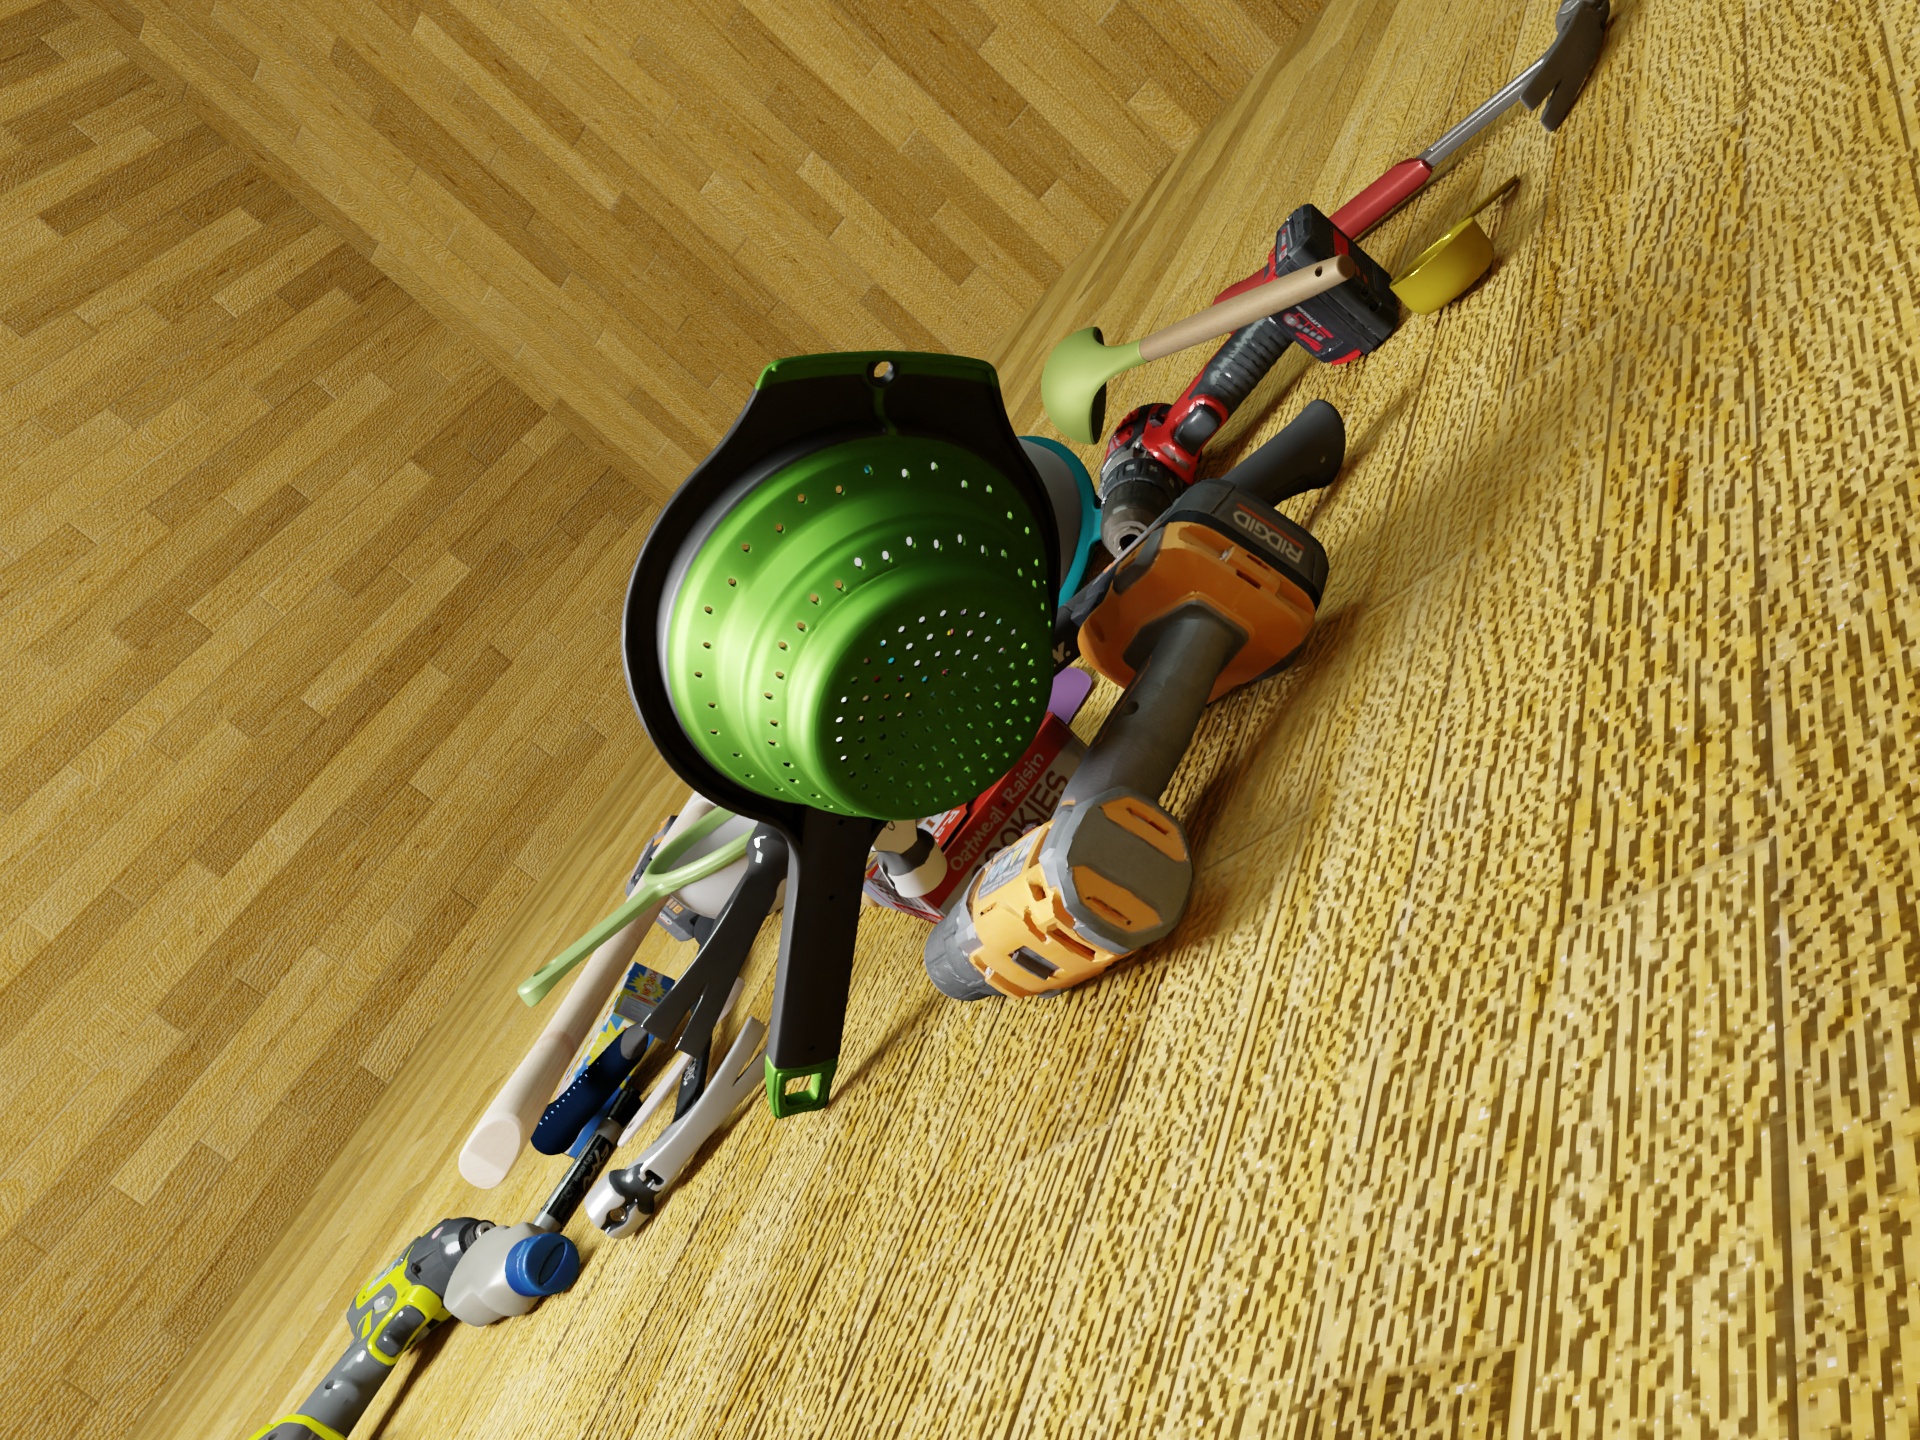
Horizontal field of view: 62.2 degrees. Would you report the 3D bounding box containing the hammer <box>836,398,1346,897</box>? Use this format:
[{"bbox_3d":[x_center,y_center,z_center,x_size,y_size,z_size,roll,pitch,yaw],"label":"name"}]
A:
[{"bbox_3d":[0.069,-0.061,0.806,0.335,0.146,0.035,-38,41,-14],"label":"hammer"}]

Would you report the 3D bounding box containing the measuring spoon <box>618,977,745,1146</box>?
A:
[{"bbox_3d":[-0.173,0.203,0.965,0.124,0.018,0.034,-55,14,-28],"label":"measuring spoon"}]

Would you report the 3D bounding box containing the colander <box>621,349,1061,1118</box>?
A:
[{"bbox_3d":[-0.040,0.045,0.697,0.095,0.204,0.396,48,136,49],"label":"colander"}]

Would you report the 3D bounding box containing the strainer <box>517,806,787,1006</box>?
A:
[{"bbox_3d":[-0.168,0.119,1.042,0.256,0.069,0.151,-39,14,-28],"label":"strainer"}]

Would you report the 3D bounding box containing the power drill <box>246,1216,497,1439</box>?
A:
[{"bbox_3d":[-0.407,0.447,1.091,0.171,0.080,0.223,-42,11,32],"label":"power drill"}]

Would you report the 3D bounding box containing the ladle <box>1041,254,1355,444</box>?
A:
[{"bbox_3d":[0.138,-0.228,0.960,0.320,0.062,0.078,-2,83,64],"label":"ladle"}]

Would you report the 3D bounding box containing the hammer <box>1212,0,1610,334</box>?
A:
[{"bbox_3d":[0.302,-0.373,1.145,0.359,0.036,0.149,-30,23,55],"label":"hammer"}]

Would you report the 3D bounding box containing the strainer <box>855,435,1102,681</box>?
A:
[{"bbox_3d":[-0.039,-0.167,1.208,0.211,0.095,0.341,-51,44,11],"label":"strainer"}]

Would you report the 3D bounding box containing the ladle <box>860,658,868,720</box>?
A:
[{"bbox_3d":[-0.071,0.016,1.148,0.069,0.031,0.316,-58,22,28],"label":"ladle"}]

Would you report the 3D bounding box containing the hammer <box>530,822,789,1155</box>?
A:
[{"bbox_3d":[-0.203,0.200,0.990,0.405,0.035,0.144,-47,13,48],"label":"hammer"}]

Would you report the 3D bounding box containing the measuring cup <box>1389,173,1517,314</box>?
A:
[{"bbox_3d":[0.300,-0.280,0.923,0.156,0.029,0.062,-44,7,-38],"label":"measuring cup"}]

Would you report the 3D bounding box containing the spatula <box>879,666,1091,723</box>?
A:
[{"bbox_3d":[-0.002,-0.003,1.083,0.060,0.018,0.316,-57,21,-19],"label":"spatula"}]

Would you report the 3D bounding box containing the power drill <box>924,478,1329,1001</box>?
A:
[{"bbox_3d":[0.064,0.022,0.707,0.226,0.084,0.185,-62,9,-29],"label":"power drill"}]

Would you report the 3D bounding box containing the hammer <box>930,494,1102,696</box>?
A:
[{"bbox_3d":[0.001,-0.045,1.228,0.331,0.033,0.128,-45,14,18],"label":"hammer"}]

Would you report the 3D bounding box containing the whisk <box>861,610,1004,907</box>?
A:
[{"bbox_3d":[-0.014,0.004,1.022,0.051,0.047,0.245,1,64,63],"label":"whisk"}]

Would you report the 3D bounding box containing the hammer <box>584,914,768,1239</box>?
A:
[{"bbox_3d":[-0.177,0.200,1.112,0.149,0.036,0.409,-47,12,6],"label":"hammer"}]

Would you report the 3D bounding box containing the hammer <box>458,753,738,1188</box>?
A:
[{"bbox_3d":[-0.246,0.169,1.118,0.146,0.038,0.411,-53,8,33],"label":"hammer"}]

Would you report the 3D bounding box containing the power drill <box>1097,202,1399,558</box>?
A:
[{"bbox_3d":[0.170,-0.205,1.020,0.226,0.080,0.188,-46,13,30],"label":"power drill"}]

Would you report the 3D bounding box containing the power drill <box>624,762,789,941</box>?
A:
[{"bbox_3d":[-0.185,0.086,1.379,0.226,0.084,0.164,-42,14,13],"label":"power drill"}]
